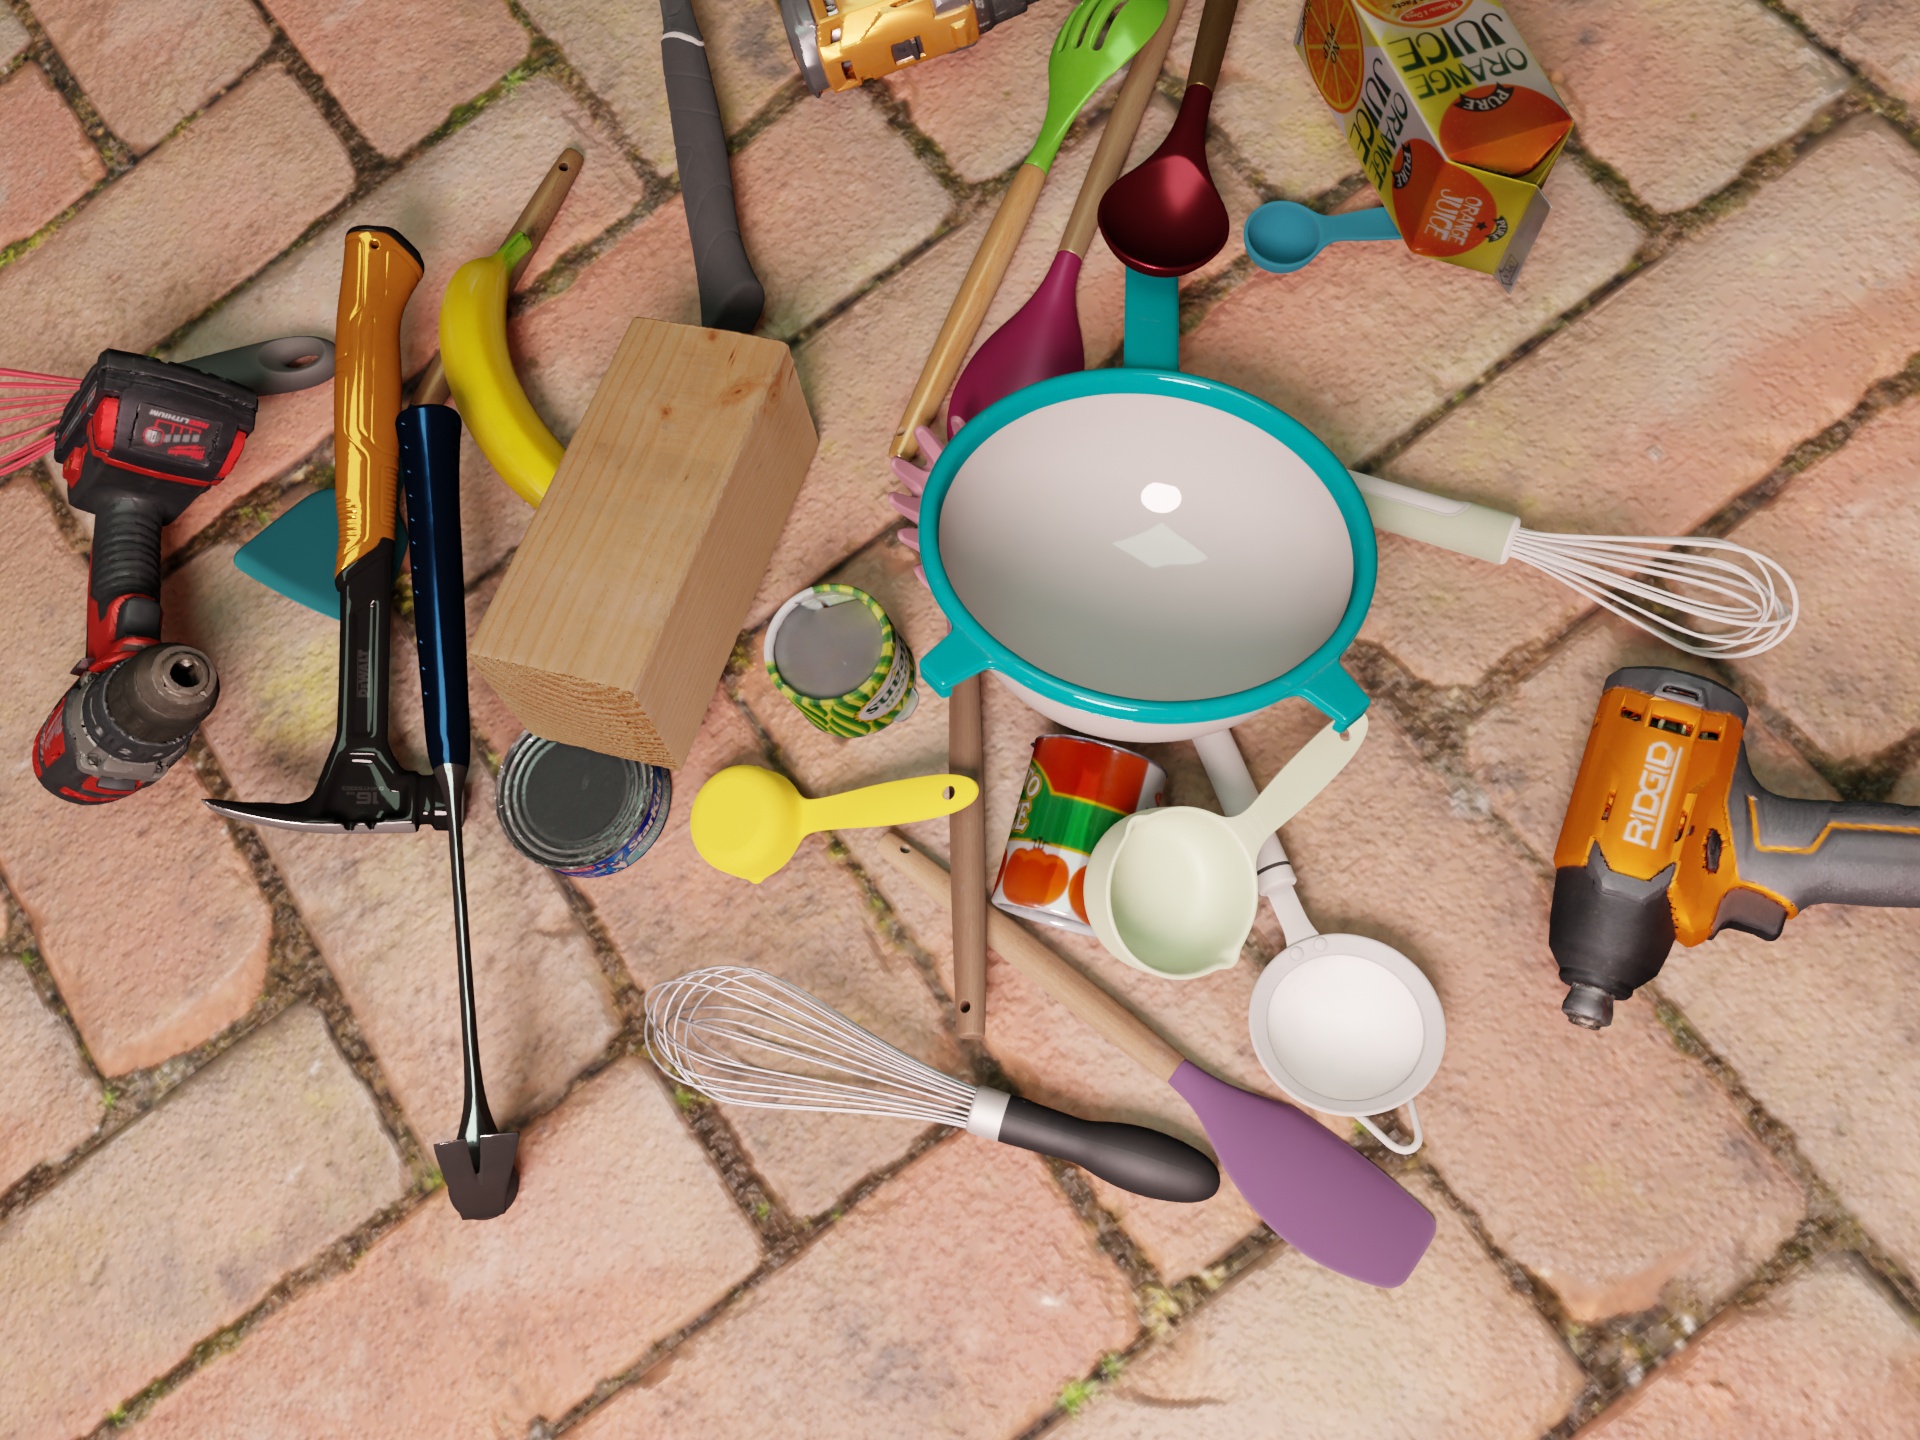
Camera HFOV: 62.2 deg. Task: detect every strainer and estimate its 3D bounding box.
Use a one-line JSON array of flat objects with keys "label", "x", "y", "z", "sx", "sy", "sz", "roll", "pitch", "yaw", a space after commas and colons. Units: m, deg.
[{"label": "strainer", "x": 0.089, "y": -0.116, "z": 0.800, "sx": 0.211, "sy": 0.095, "sz": 0.341, "roll": 5, "pitch": 54, "yaw": 1}, {"label": "strainer", "x": 0.152, "y": 0.082, "z": 0.748, "sx": 0.087, "sy": 0.050, "sz": 0.259, "roll": -18, "pitch": 66, "yaw": -5}]

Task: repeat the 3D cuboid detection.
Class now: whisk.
[{"label": "whisk", "x": -0.017, "y": 0.174, "z": 0.746, "sx": 0.284, "sy": 0.070, "sz": 0.070, "roll": 15, "pitch": 77, "yaw": 10}, {"label": "whisk", "x": -0.512, "y": -0.189, "z": 0.943, "sx": 0.296, "sy": 0.073, "sz": 0.073, "roll": -10, "pitch": 73, "yaw": 1}, {"label": "whisk", "x": 0.274, "y": -0.085, "z": 0.771, "sx": 0.246, "sy": 0.059, "sz": 0.058, "roll": 21, "pitch": 41, "yaw": 19}]

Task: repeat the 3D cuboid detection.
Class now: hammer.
[{"label": "hammer", "x": -0.170, "y": -0.412, "z": 0.931, "sx": 0.149, "sy": 0.036, "sz": 0.409, "roll": -21, "pitch": 75, "yaw": 41}, {"label": "hammer", "x": -0.247, "y": 0.033, "z": 0.776, "sx": 0.035, "sy": 0.144, "sz": 0.406, "roll": -4, "pitch": 73, "yaw": -17}, {"label": "hammer", "x": -0.328, "y": -0.107, "z": 0.854, "sx": 0.127, "sy": 0.034, "sz": 0.337, "roll": 1, "pitch": 79, "yaw": -16}]

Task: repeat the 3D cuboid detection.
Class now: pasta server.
[{"label": "pasta server", "x": -0.001, "y": -0.003, "z": 0.791, "sx": 0.060, "sy": 0.040, "sz": 0.316, "roll": -11, "pitch": 68, "yaw": 25}]

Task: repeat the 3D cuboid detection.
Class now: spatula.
[{"label": "spatula", "x": 0.080, "y": 0.150, "z": 0.749, "sx": 0.316, "sy": 0.018, "sz": 0.060, "roll": 37, "pitch": 54, "yaw": 19}, {"label": "spatula", "x": -0.295, "y": -0.201, "z": 0.910, "sx": 0.082, "sy": 0.044, "sz": 0.317, "roll": 27, "pitch": 78, "yaw": -8}]

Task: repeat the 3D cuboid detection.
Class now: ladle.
[{"label": "ladle", "x": 0.134, "y": -0.363, "z": 0.869, "sx": 0.069, "sy": 0.031, "sz": 0.316, "roll": 15, "pitch": 69, "yaw": 2}]

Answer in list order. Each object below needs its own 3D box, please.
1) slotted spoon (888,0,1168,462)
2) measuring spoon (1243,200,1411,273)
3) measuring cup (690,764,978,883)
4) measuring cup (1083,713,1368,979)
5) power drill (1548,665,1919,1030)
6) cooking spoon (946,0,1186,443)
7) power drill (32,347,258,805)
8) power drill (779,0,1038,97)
[{"label": "slotted spoon", "x": 0.032, "y": -0.281, "z": 0.878, "sx": 0.070, "sy": 0.031, "sz": 0.314, "roll": 18, "pitch": 80, "yaw": 44}, {"label": "measuring spoon", "x": 0.214, "y": -0.258, "z": 0.850, "sx": 0.128, "sy": 0.021, "sz": 0.042, "roll": -5, "pitch": 69, "yaw": 0}, {"label": "measuring cup", "x": -0.066, "y": 0.042, "z": 0.784, "sx": 0.156, "sy": 0.029, "sz": 0.062, "roll": -10, "pitch": 72, "yaw": 25}, {"label": "measuring cup", "x": 0.124, "y": 0.049, "z": 0.729, "sx": 0.167, "sy": 0.038, "sz": 0.083, "roll": -40, "pitch": 102, "yaw": -21}, {"label": "power drill", "x": 0.375, "y": 0.082, "z": 0.687, "sx": 0.226, "sy": 0.084, "sz": 0.164, "roll": 18, "pitch": 79, "yaw": 19}, {"label": "cooking spoon", "x": 0.068, "y": -0.278, "z": 0.877, "sx": 0.069, "sy": 0.017, "sz": 0.319, "roll": 18, "pitch": 79, "yaw": 17}, {"label": "power drill", "x": -0.430, "y": -0.077, "z": 0.841, "sx": 0.188, "sy": 0.080, "sz": 0.227, "roll": -20, "pitch": 66, "yaw": 46}, {"label": "power drill", "x": -0.032, "y": -0.490, "z": 0.927, "sx": 0.185, "sy": 0.084, "sz": 0.226, "roll": -18, "pitch": 76, "yaw": 5}]
